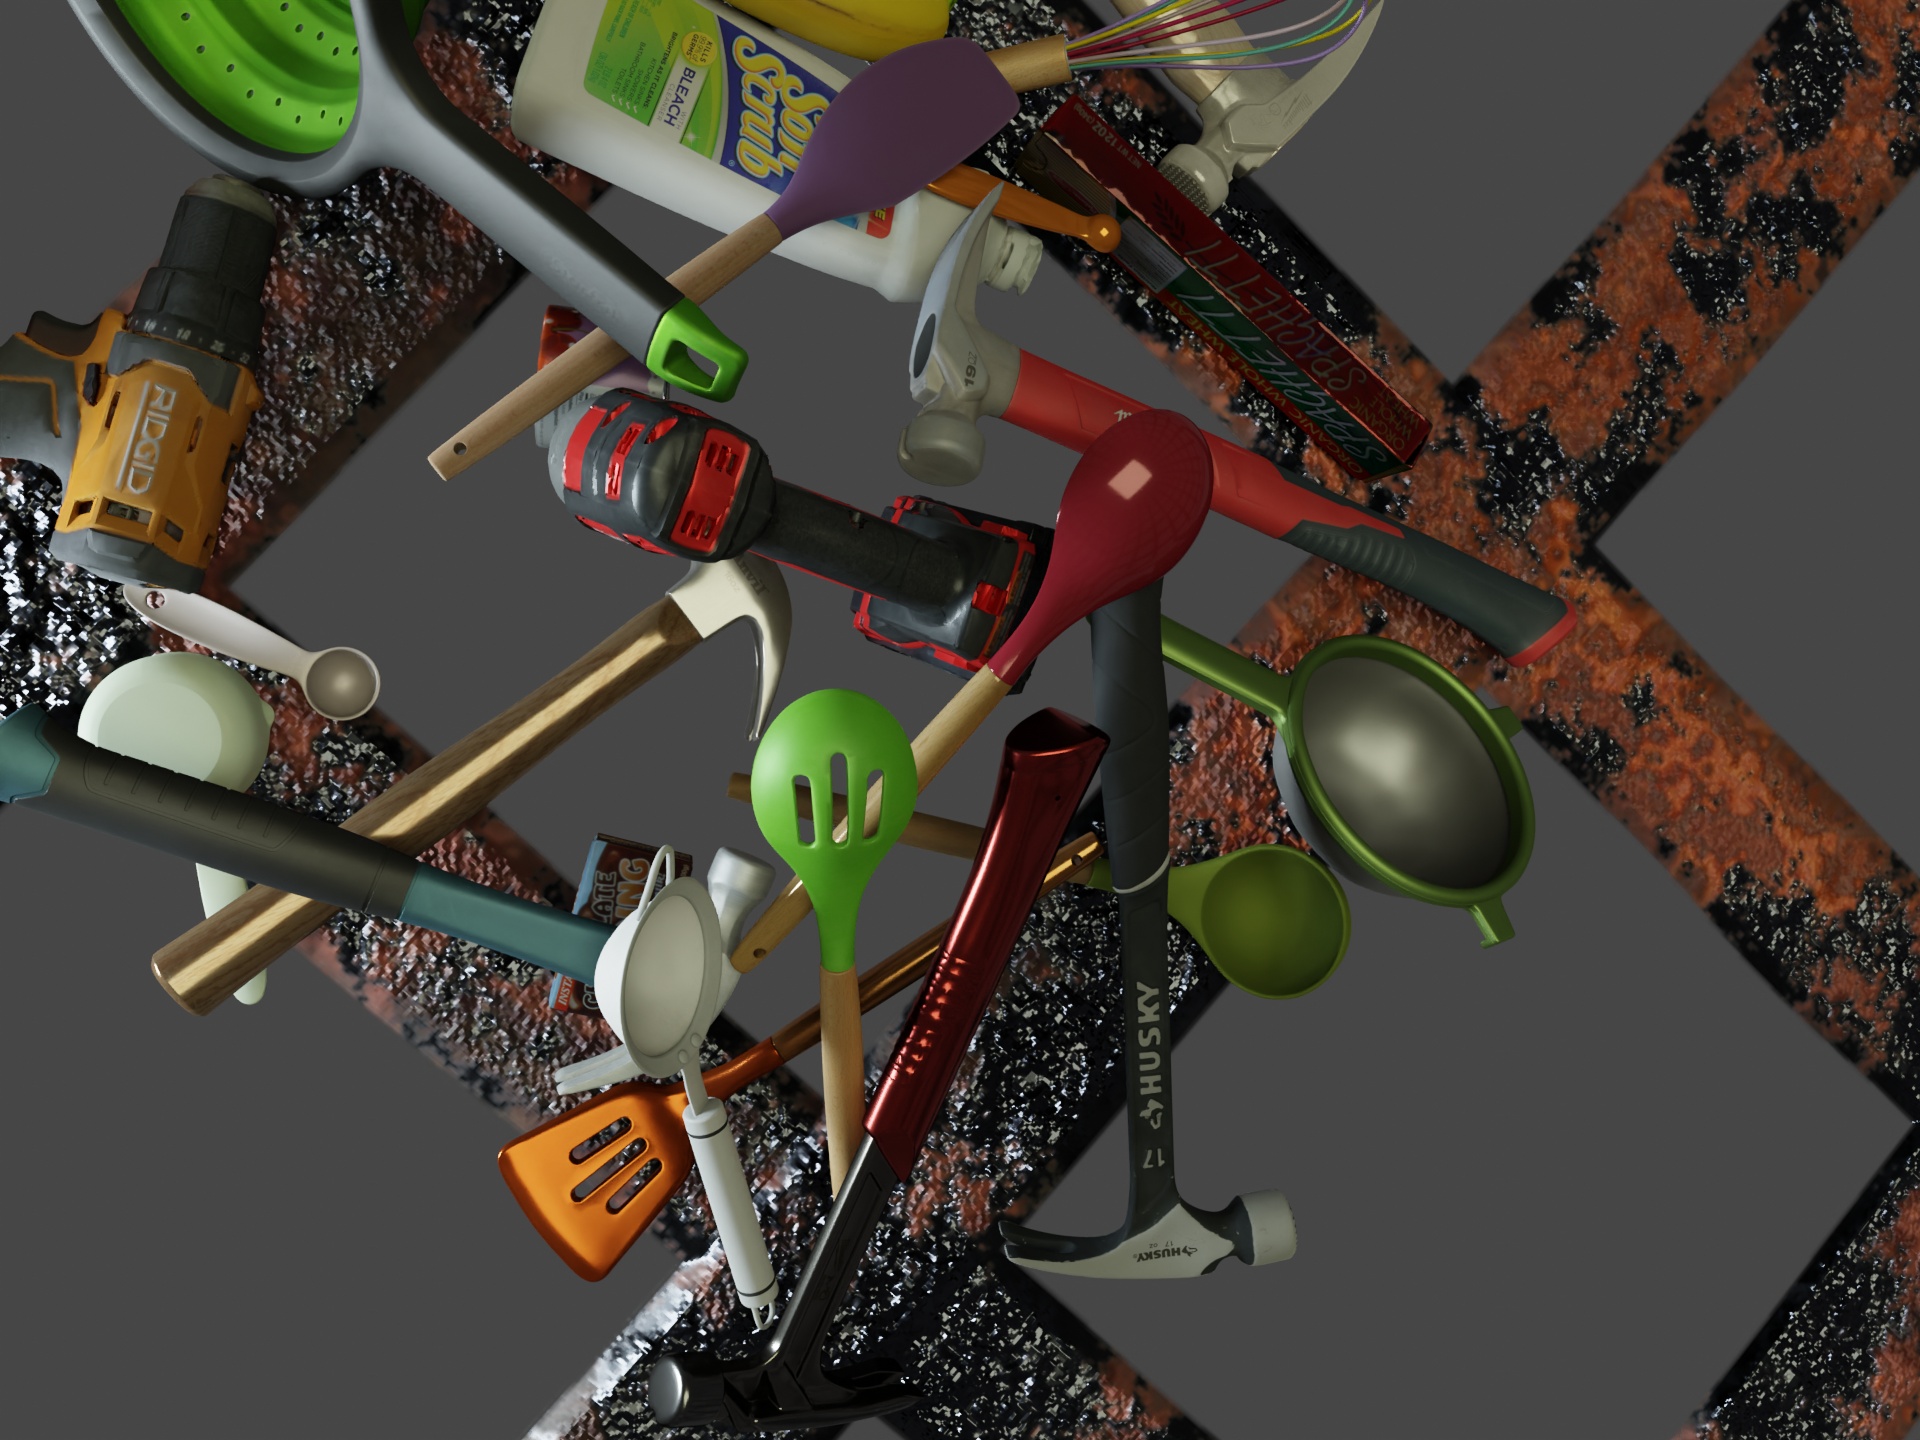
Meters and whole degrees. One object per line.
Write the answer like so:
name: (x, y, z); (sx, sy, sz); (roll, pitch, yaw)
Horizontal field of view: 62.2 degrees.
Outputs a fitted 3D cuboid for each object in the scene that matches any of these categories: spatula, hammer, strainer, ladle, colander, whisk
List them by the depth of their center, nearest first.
colander: (-0.228, -0.284, 0.672); (0.397, 0.204, 0.094); (39, 53, 0)
ladle: (-0.001, -0.002, 0.687); (0.069, 0.031, 0.315); (33, 107, -31)
hammer: (-0.254, 0.068, 0.695); (0.330, 0.033, 0.128); (22, 87, -18)
spatula: (-0.105, -0.207, 0.708); (0.316, 0.018, 0.060); (-40, 93, -11)
strainer: (-0.119, 0.172, 0.712); (0.050, 0.087, 0.258); (-3, 112, 23)
hammer: (-0.013, 0.165, 0.722); (0.149, 0.037, 0.359); (15, 102, -41)
hammer: (-0.219, 0.022, 0.739); (0.331, 0.031, 0.130); (-38, 99, -12)
hammer: (0.081, 0.090, 0.751); (0.149, 0.036, 0.408); (-7, 108, -7)
whisk: (0.071, -0.323, 0.754); (0.245, 0.047, 0.051); (-8, 94, 12)
spatula: (-0.067, 0.148, 0.764); (0.322, 0.041, 0.081); (-33, 97, 2)
hammer: (0.154, -0.123, 0.782); (0.386, 0.038, 0.143); (19, 69, -23)
hammer: (0.033, -0.449, 0.785); (0.146, 0.038, 0.410); (-46, 99, -8)
ladle: (0.041, 0.071, 0.791); (0.320, 0.062, 0.078); (14, 96, -9)
strainer: (0.164, 0.012, 0.794); (0.256, 0.069, 0.152); (27, 51, -11)

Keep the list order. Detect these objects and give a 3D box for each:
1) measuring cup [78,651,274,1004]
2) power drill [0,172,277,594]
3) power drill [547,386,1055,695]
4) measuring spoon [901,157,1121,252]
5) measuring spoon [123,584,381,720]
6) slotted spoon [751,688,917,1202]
measuring cup: (-0.345, 0.051, 0.720); (0.083, 0.038, 0.167); (-14, 93, -11)
power drill: (-0.418, -0.170, 0.682); (0.226, 0.084, 0.185); (16, 87, -15)
power drill: (-0.071, -0.084, 0.697); (0.219, 0.143, 0.078); (17, 94, -38)
measuring spoon: (0.026, -0.248, 0.753); (0.116, 0.011, 0.021); (13, 70, -21)
measuring spoon: (-0.327, -0.035, 0.737); (0.124, 0.018, 0.034); (25, 83, -4)
slotted spoon: (-0.052, 0.130, 0.721); (0.070, 0.031, 0.313); (-5, 120, -10)
